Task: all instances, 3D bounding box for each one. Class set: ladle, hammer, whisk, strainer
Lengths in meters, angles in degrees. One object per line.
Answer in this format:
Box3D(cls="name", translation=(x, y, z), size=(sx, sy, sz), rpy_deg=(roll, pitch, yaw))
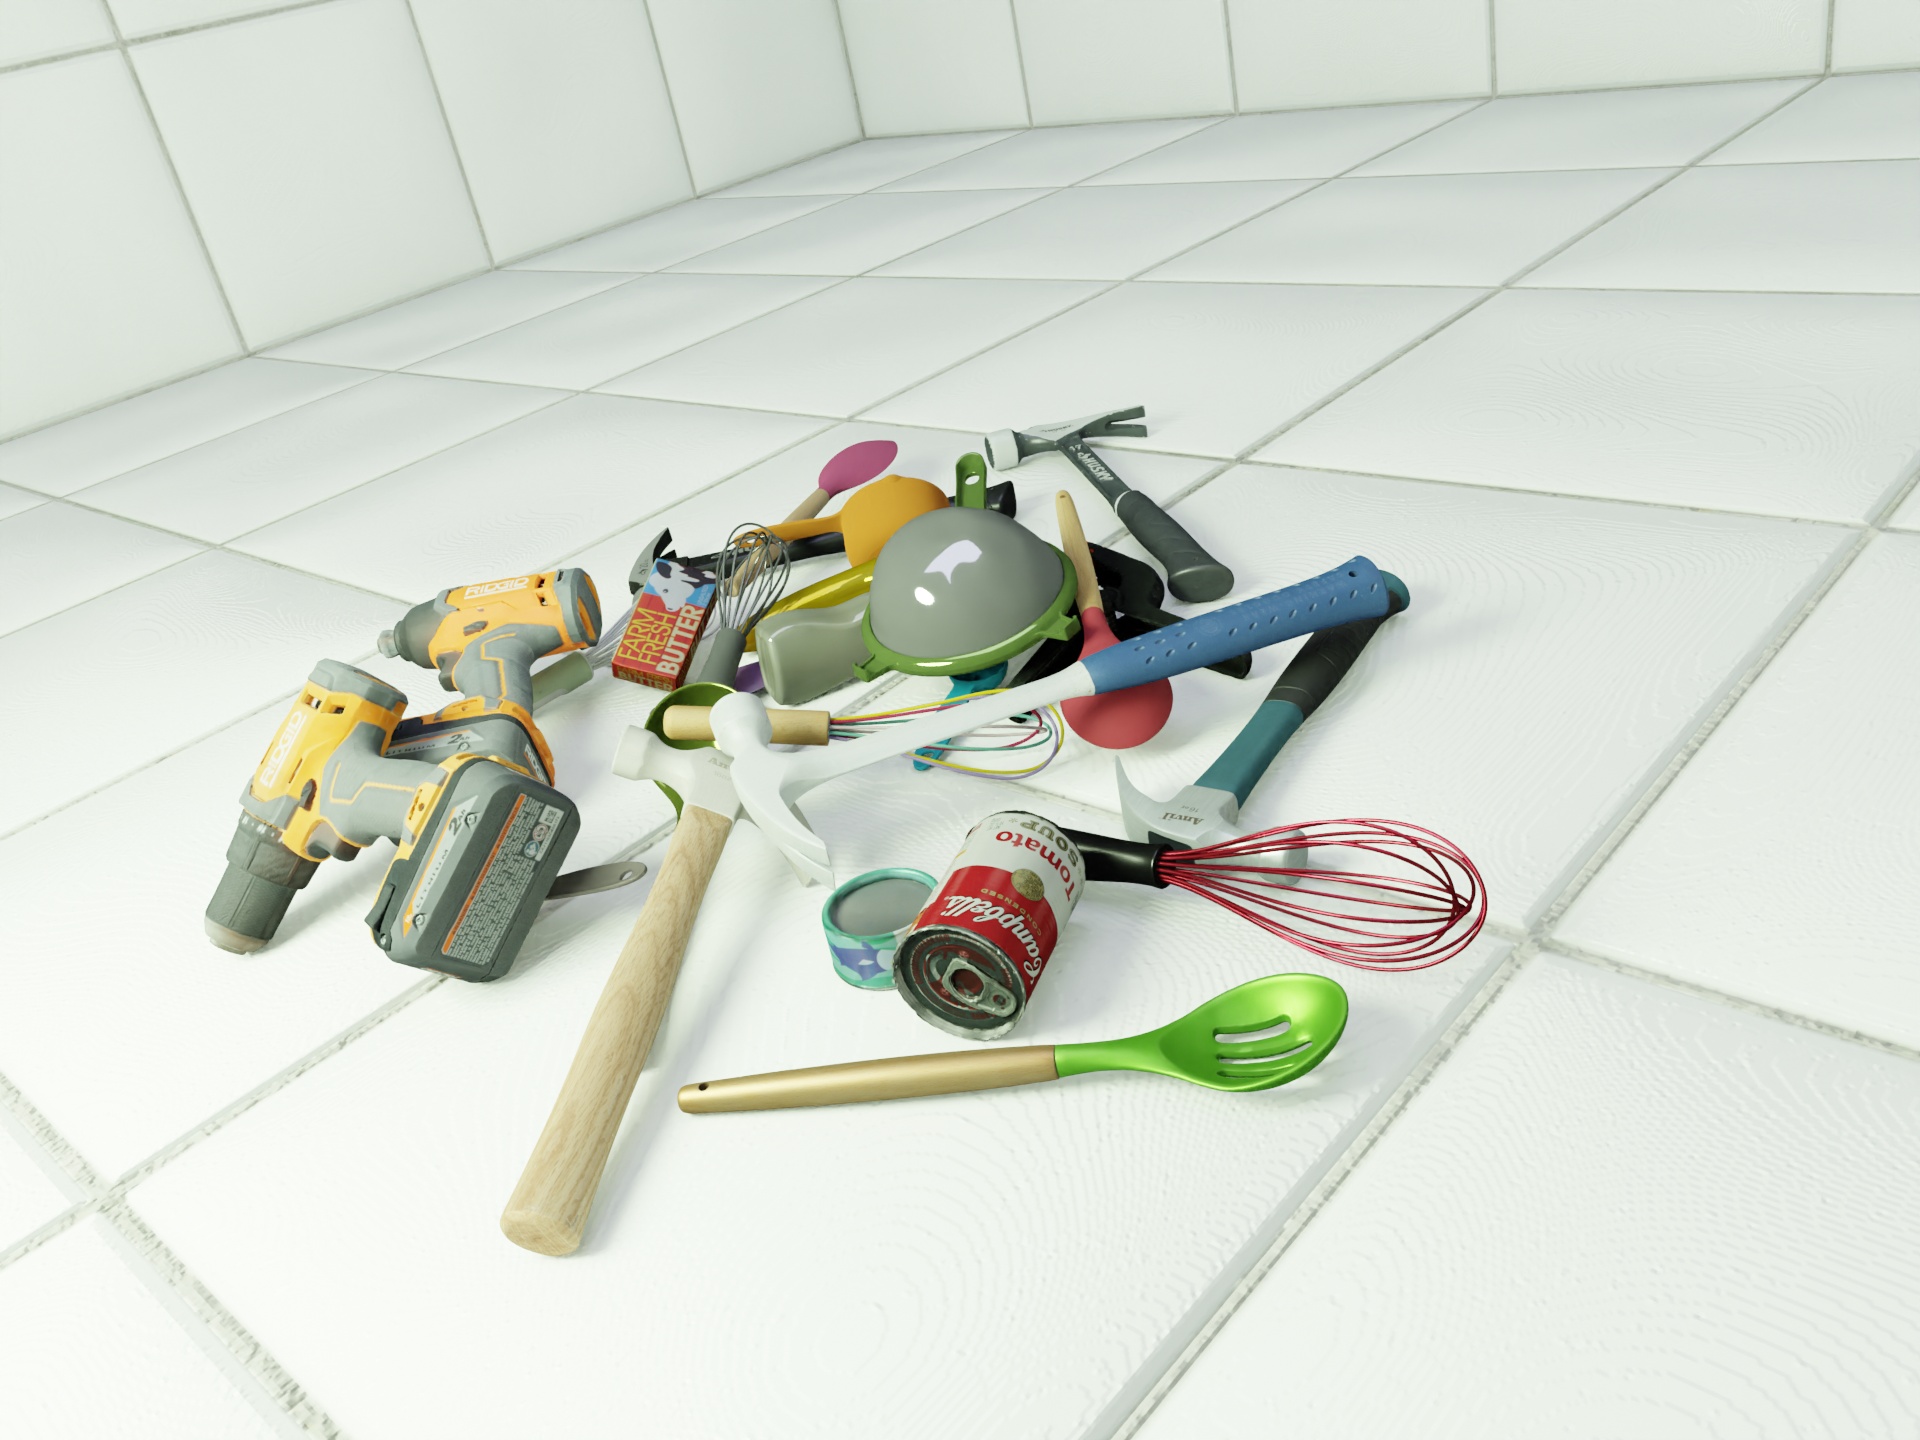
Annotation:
Box3D(cls="ladle", translation=(-0.168, 0.079, 0.919), size=(0.078, 0.062, 0.320), rpy_deg=(-7, 31, 5))
Box3D(cls="hammer", translation=(0.137, -0.184, 1.308), size=(0.149, 0.036, 0.409), rpy_deg=(-15, 28, -7))
Box3D(cls="hammer", translation=(0.200, -0.010, 0.958), size=(0.128, 0.033, 0.331), rpy_deg=(9, 34, 32))
Box3D(cls="hammer", translation=(-0.114, -0.154, 1.353), size=(0.334, 0.035, 0.146), rpy_deg=(-13, 28, -2))
Box3D(cls="whisk", translation=(-0.280, -0.045, 1.212), size=(0.246, 0.059, 0.058), rpy_deg=(-35, -2, -30))
Box3D(cls="whisk", translation=(-0.167, -0.060, 1.143), size=(0.055, 0.055, 0.239), rpy_deg=(-4, 44, 15))
Box3D(cls="whisk", translation=(0.119, 0.076, 0.803), size=(0.296, 0.073, 0.073), rpy_deg=(4, 31, 39))
Box3D(cls="whisk", translation=(-0.059, 0.002, 0.976), size=(0.245, 0.047, 0.051), rpy_deg=(2, 39, 0))
Box3D(cls="strainer", translation=(-0.001, -0.134, 1.097), size=(0.151, 0.069, 0.257), rpy_deg=(-12, 39, 11))
Box3D(cls="hammer", translation=(0.066, -0.017, 0.927), size=(0.405, 0.035, 0.144), rpy_deg=(-18, 45, -12))
Box3D(cls="hammer", translation=(-0.157, 0.126, 0.813), size=(0.130, 0.031, 0.332), rpy_deg=(19, 37, -5))
Box3D(cls="ladle", translation=(0.087, -0.083, 1.072), size=(0.069, 0.031, 0.316), rpy_deg=(-10, 34, 3))

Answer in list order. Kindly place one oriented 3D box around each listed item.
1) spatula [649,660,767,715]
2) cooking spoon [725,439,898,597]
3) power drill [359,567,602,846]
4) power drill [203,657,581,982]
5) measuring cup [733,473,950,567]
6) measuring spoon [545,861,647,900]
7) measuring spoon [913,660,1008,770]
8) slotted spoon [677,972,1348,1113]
Box3D(cls="spatula", translation=(-0.084, -0.063, 1.188), size=(0.316, 0.018, 0.060), rpy_deg=(-24, 26, -20))
Box3D(cls="cooking spoon", translation=(-0.127, -0.180, 1.349), size=(0.069, 0.017, 0.319), rpy_deg=(-1, 30, 21))
Box3D(cls="power drill", translation=(-0.347, -0.018, 1.108), size=(0.164, 0.084, 0.227), rpy_deg=(-9, 39, 6))
Box3D(cls="power drill", translation=(-0.344, 0.077, 0.922), size=(0.226, 0.084, 0.185), rpy_deg=(21, 82, 36))
Box3D(cls="measuring cup", translation=(-0.089, -0.136, 1.244), size=(0.173, 0.095, 0.052), rpy_deg=(-10, 59, -5))
Box3D(cls="measuring spoon", translation=(-0.226, 0.100, 0.916), size=(0.124, 0.018, 0.034), rpy_deg=(-14, 36, 28))
Box3D(cls="measuring spoon", translation=(-0.002, -0.003, 1.052), size=(0.042, 0.021, 0.129), rpy_deg=(2, 40, 26))
Box3D(cls="slotted spoon", translation=(0.019, 0.157, 0.727), size=(0.314, 0.031, 0.070), rpy_deg=(-9, 28, 11))
